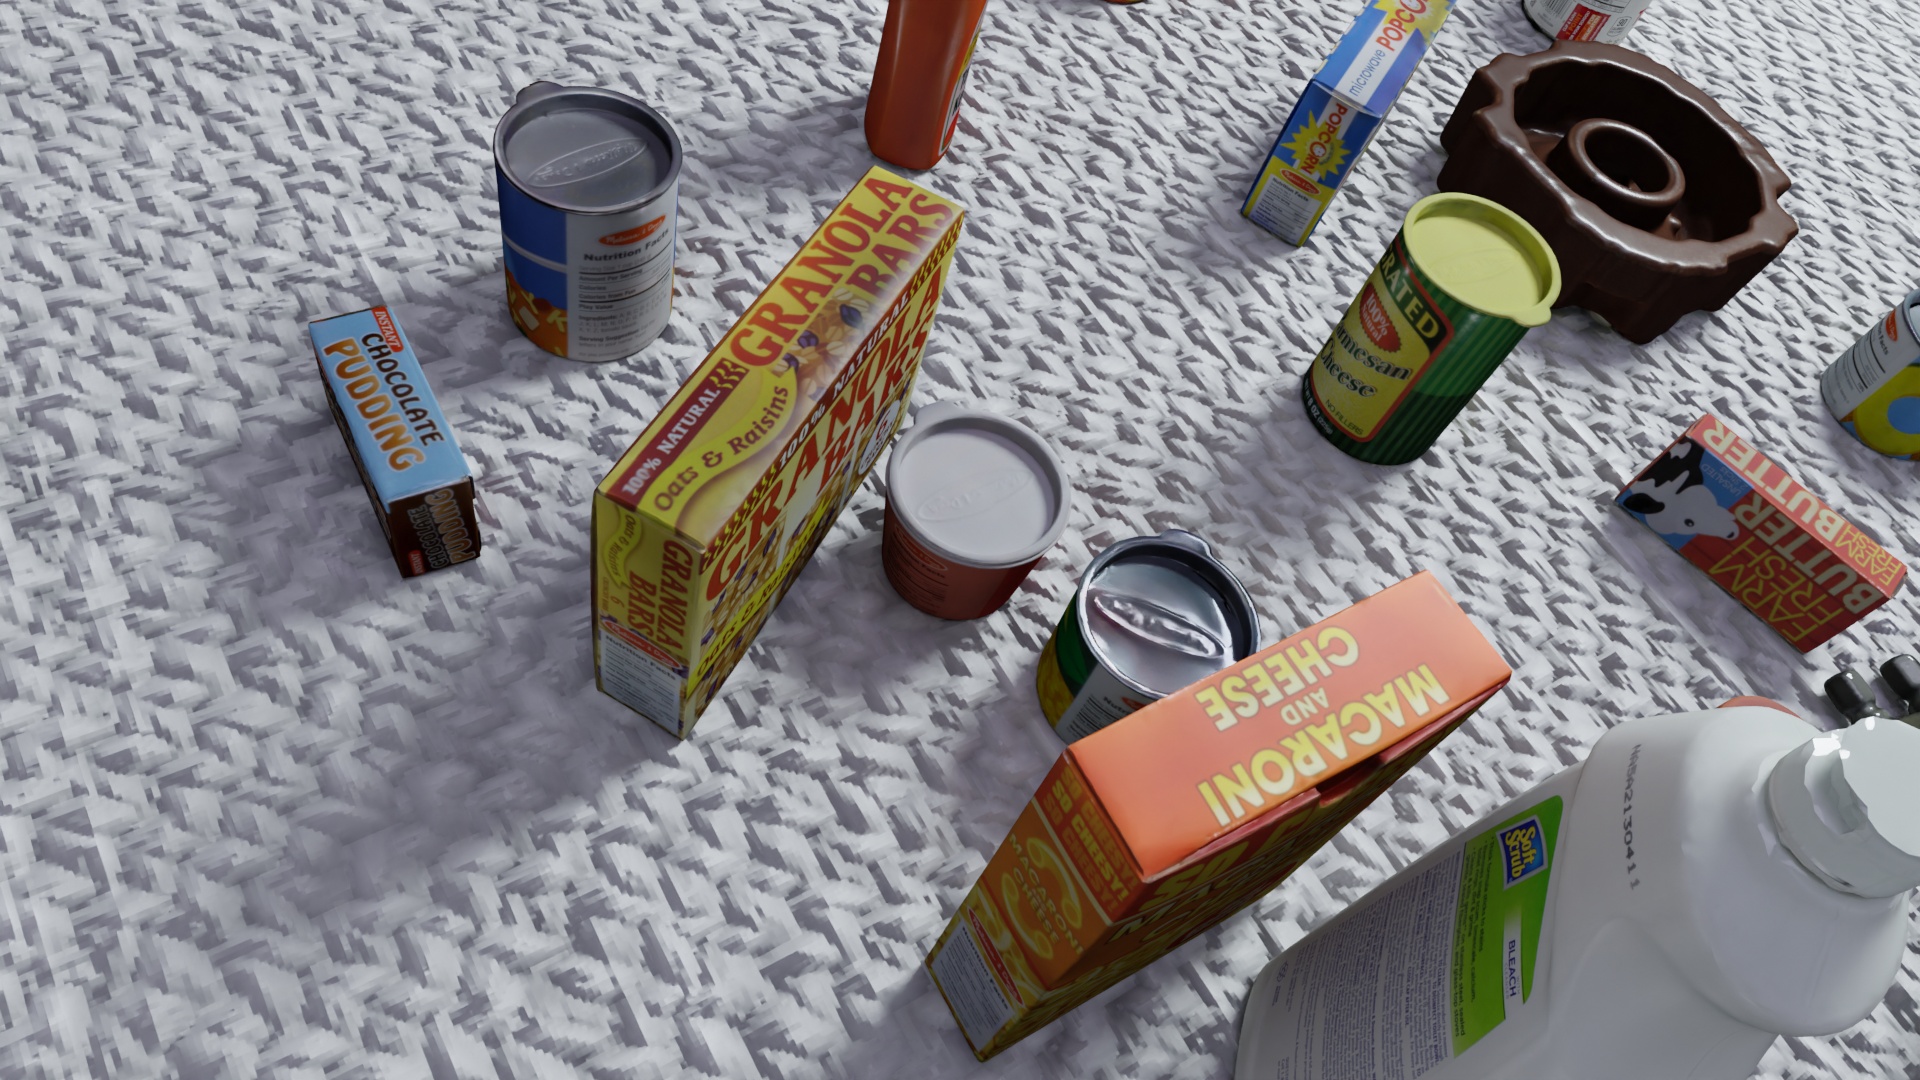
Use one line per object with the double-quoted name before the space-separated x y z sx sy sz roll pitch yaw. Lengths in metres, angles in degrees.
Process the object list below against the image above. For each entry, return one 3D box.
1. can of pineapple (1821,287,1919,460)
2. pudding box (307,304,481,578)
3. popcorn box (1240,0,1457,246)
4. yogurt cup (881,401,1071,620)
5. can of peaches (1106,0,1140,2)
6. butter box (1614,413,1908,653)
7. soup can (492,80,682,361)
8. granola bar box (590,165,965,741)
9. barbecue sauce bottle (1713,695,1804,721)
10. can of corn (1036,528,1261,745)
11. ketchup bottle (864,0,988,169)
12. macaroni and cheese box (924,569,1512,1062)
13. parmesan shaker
"can of pineapple" 0.476 -0.081 0.685 0.071 0.057 0.071 7 56 -10
"pudding box" -0.196 -0.035 0.484 0.030 0.049 0.084 -21 65 -26
"popcorn box" 0.191 -0.215 0.683 0.038 0.084 0.127 31 55 7
"yogurt cup" 0.002 -0.006 0.514 0.072 0.053 0.073 7 56 -10
"can of peaches" 0.088 -0.334 0.752 0.071 0.057 0.071 7 56 -10
"butter box" 0.345 -0.003 0.602 0.103 0.052 0.024 44 58 15
"soup can" -0.144 -0.122 0.535 0.071 0.083 0.072 7 56 -10
"granola bar box" -0.062 -0.030 0.470 0.039 0.123 0.166 28 55 5
"barbecue sauce bottle" 0.209 0.098 0.441 0.065 0.147 0.044 -13 61 -22
"can of corn" 0.066 0.039 0.498 0.071 0.058 0.071 7 56 -10
"ketchup bottle" -0.009 -0.237 0.607 0.043 0.148 0.065 13 55 -6
"macaroni and cheese box" 0.066 0.086 0.401 0.124 0.165 0.040 -22 65 -26
"parmesan shaker" 0.196 -0.084 0.586 0.071 0.102 0.071 7 56 -10
